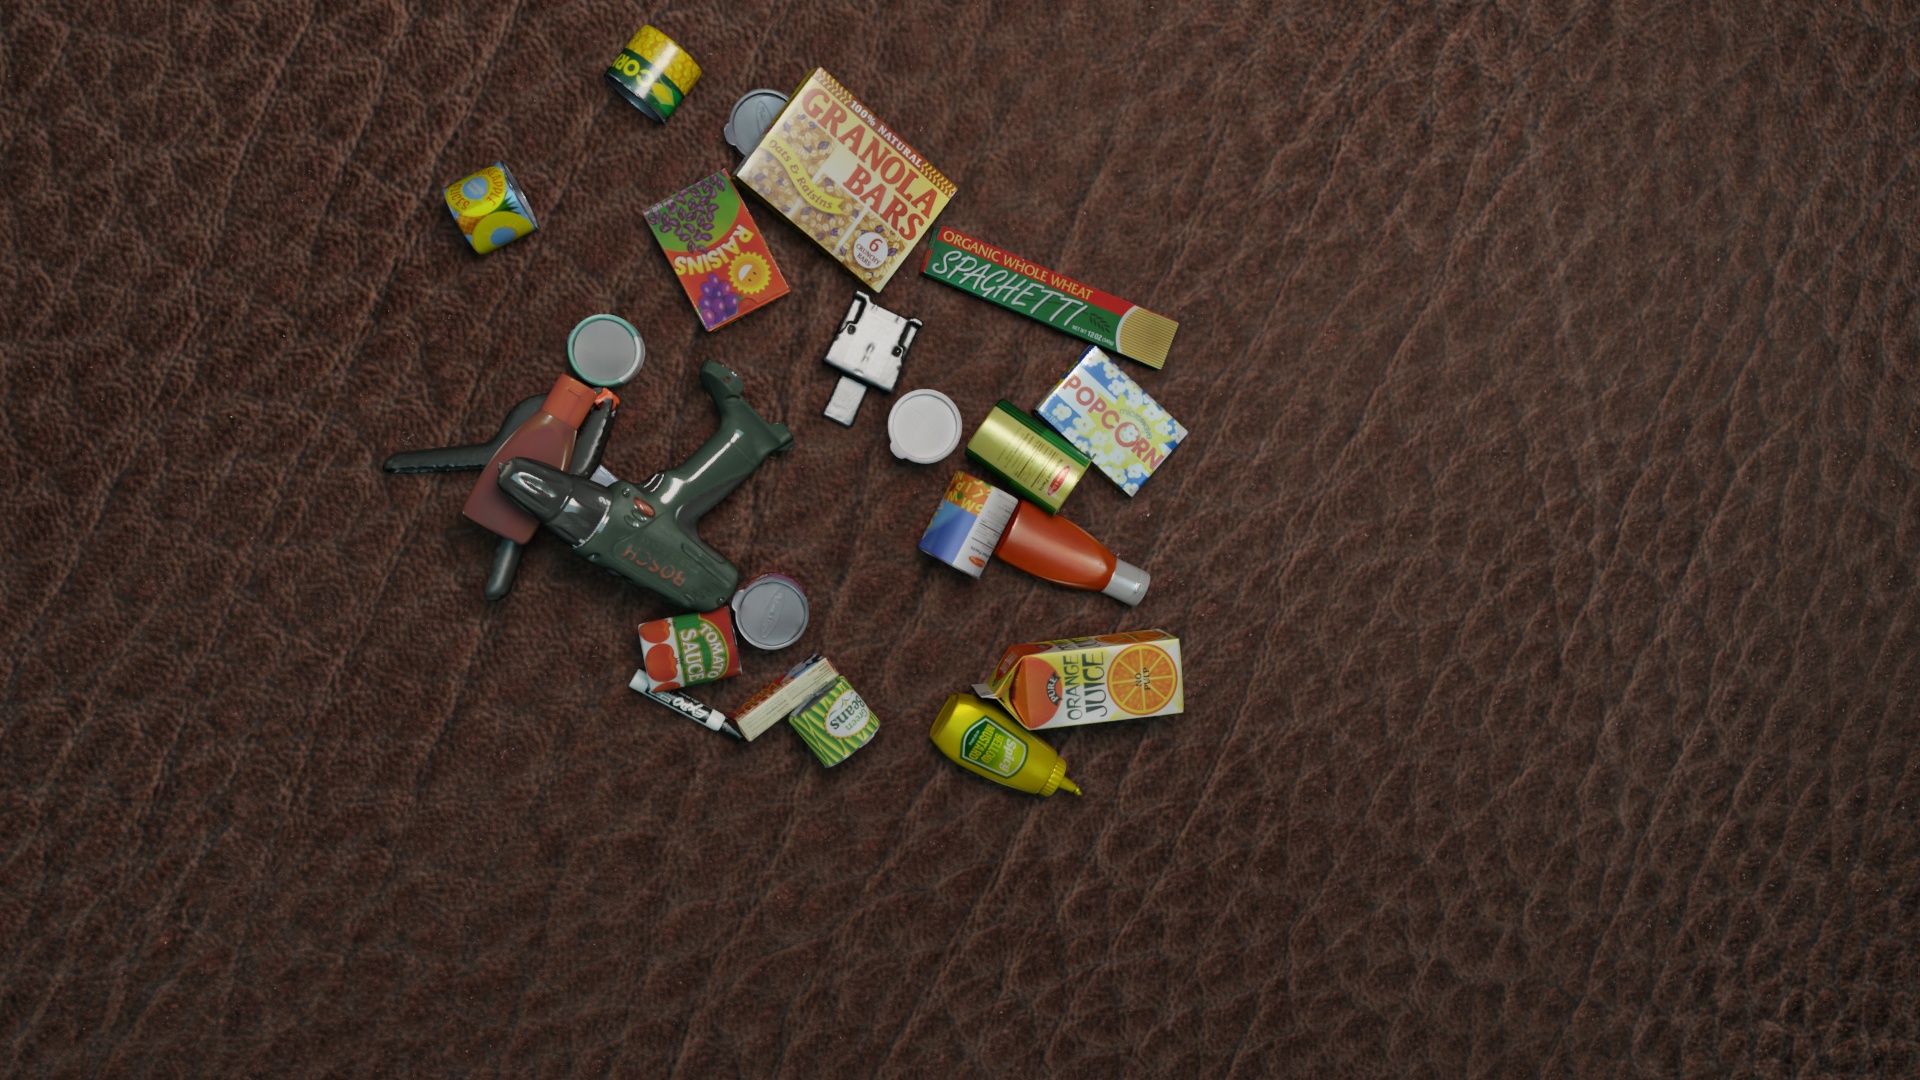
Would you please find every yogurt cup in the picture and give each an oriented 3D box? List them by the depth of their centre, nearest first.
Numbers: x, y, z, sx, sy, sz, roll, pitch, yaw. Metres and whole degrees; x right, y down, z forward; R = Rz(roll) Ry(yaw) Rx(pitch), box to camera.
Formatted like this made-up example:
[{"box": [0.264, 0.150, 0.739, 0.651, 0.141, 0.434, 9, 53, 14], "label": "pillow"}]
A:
[{"box": [-0.036, -0.107, 1.295, 0.072, 0.054, 0.072, -1, 95, -8], "label": "yogurt cup"}]

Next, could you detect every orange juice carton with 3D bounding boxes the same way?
[{"box": [0.109, 0.133, 1.324, 0.193, 0.072, 0.073, -6, 95, -8], "label": "orange juice carton"}]

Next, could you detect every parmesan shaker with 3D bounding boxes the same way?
[{"box": [0.065, -0.081, 1.296, 0.103, 0.071, 0.071, 35, 89, 3], "label": "parmesan shaker"}]

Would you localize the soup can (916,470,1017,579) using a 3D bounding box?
[{"box": [0.005, -0.016, 1.303, 0.071, 0.071, 0.084, 27, 90, -9], "label": "soup can"}]

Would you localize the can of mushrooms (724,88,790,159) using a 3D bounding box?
[{"box": [-0.180, -0.375, 1.266, 0.071, 0.033, 0.071, -1, 95, -8], "label": "can of mushrooms"}]

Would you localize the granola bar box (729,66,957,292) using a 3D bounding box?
[{"box": [-0.105, -0.324, 1.257, 0.165, 0.039, 0.124, 37, 88, -24], "label": "granola bar box"}]

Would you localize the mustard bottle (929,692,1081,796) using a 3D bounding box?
[{"box": [0.051, 0.205, 1.333, 0.160, 0.049, 0.065, 29, 93, -9], "label": "mustard bottle"}]

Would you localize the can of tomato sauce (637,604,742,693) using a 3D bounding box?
[{"box": [-0.247, 0.100, 1.269, 0.083, 0.071, 0.071, -12, 96, -12], "label": "can of tomato sauce"}]

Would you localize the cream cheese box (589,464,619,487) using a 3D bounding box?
[{"box": [-0.308, -0.018, 1.279, 0.104, 0.024, 0.053, 40, 89, -9], "label": "cream cheese box"}]

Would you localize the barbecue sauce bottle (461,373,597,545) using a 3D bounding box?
[{"box": [-0.369, -0.073, 1.209, 0.065, 0.043, 0.148, 31, 84, -16], "label": "barbecue sauce bottle"}]

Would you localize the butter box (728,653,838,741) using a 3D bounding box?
[{"box": [-0.165, 0.144, 1.288, 0.104, 0.053, 0.024, -36, 100, -15], "label": "butter box"}]

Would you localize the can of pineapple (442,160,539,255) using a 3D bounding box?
[{"box": [-0.413, -0.293, 1.222, 0.058, 0.071, 0.071, -28, 98, -5], "label": "can of pineapple"}]

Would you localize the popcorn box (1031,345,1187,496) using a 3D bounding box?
[{"box": [0.142, -0.114, 1.327, 0.126, 0.038, 0.085, 42, 88, -9], "label": "popcorn box"}]

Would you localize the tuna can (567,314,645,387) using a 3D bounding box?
[{"box": [-0.324, -0.173, 1.261, 0.071, 0.033, 0.071, -1, 95, -8], "label": "tuna can"}]

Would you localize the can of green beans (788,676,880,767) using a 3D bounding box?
[{"box": [-0.118, 0.169, 1.298, 0.071, 0.071, 0.058, -38, 98, -3], "label": "can of green beans"}]

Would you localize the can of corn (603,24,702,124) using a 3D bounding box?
[{"box": [-0.273, -0.414, 1.231, 0.071, 0.071, 0.058, 37, 88, -9], "label": "can of corn"}]

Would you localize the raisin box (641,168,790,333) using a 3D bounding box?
[{"box": [-0.221, -0.262, 1.266, 0.086, 0.040, 0.123, -28, 98, -6], "label": "raisin box"}]

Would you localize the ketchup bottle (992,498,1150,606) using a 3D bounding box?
[{"box": [0.109, 0.017, 1.329, 0.149, 0.043, 0.064, 25, 90, -9], "label": "ketchup bottle"}]

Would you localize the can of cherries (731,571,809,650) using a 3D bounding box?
[{"box": [-0.176, 0.062, 1.287, 0.071, 0.058, 0.071, -1, 96, -7], "label": "can of cherries"}]

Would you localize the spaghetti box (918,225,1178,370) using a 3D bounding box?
[{"box": [0.084, -0.229, 1.315, 0.250, 0.029, 0.050, 21, 91, -9], "label": "spaghetti box"}]
